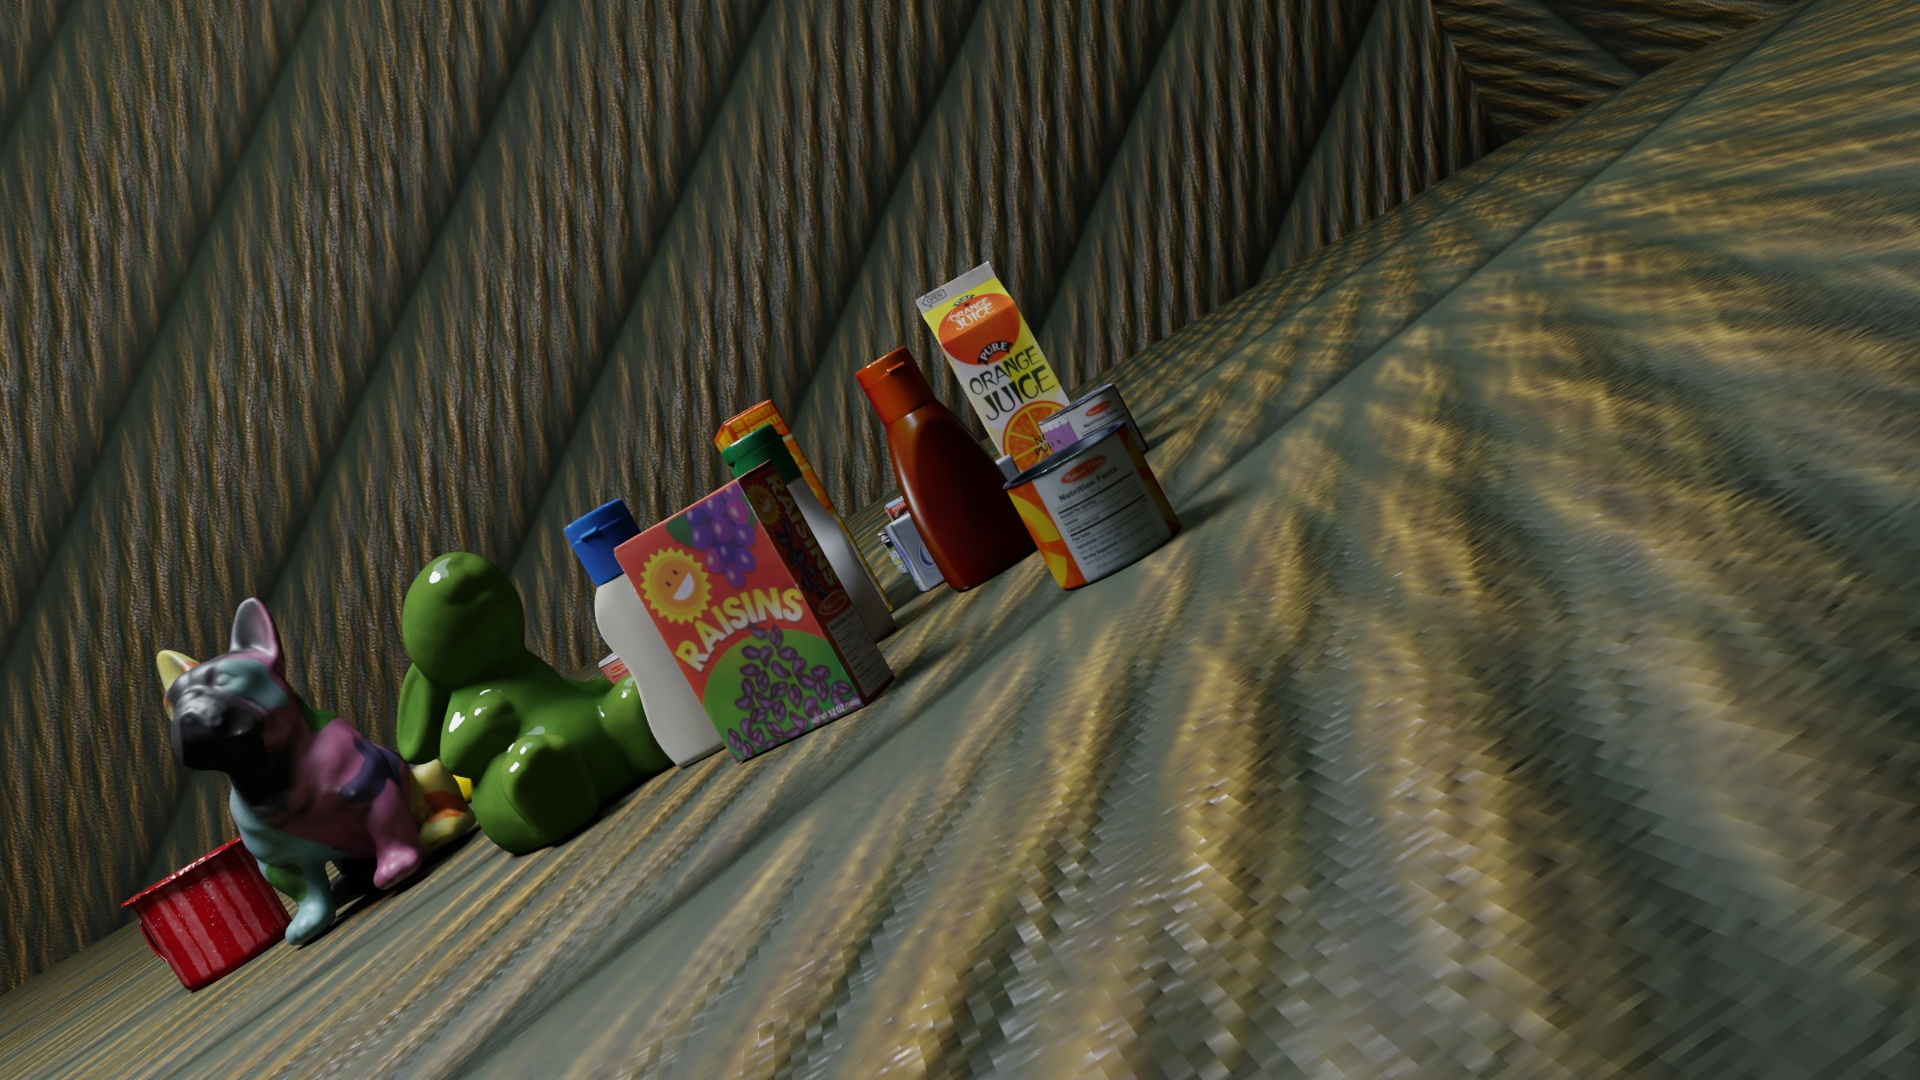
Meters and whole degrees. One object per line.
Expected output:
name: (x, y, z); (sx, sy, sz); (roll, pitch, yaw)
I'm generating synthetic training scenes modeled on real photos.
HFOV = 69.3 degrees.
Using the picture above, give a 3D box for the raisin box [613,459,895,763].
raisin box: (-0.100, 0.036, 0.678); (0.086, 0.123, 0.040); (-27, 5, 26)

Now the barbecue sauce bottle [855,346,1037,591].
barbecue sauce bottle: (-0.013, -0.046, 0.853); (0.065, 0.148, 0.043); (-31, 5, -19)

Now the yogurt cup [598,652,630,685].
yogurt cup: (-0.295, 0.120, 1.296); (0.072, 0.054, 0.072); (-29, 5, 3)

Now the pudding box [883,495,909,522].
pudding box: (-0.026, -0.033, 1.346); (0.084, 0.049, 0.030); (-30, 5, -8)

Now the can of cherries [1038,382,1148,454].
can of cherries: (0.101, -0.080, 1.061); (0.071, 0.058, 0.071); (-29, 5, 3)

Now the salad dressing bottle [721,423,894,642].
salad dressing bottle: (-0.095, 0.000, 0.852); (0.044, 0.147, 0.064); (-31, 5, -20)

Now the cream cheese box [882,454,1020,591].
cream cheese box: (0.003, -0.012, 0.965); (0.104, 0.053, 0.024); (-31, 5, -19)

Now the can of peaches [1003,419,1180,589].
can of peaches: (0.063, -0.017, 0.664); (0.071, 0.058, 0.071); (-29, 5, 3)

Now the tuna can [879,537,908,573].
tuna can: (-0.031, 0.000, 1.151); (0.071, 0.033, 0.071); (-29, 5, 3)

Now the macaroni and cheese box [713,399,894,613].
macaroni and cheese box: (-0.113, -0.014, 0.985); (0.040, 0.166, 0.123); (-30, 5, -12)

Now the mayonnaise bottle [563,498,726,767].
mayonnaise bottle: (-0.167, 0.049, 0.771); (0.064, 0.148, 0.041); (-29, 5, 9)

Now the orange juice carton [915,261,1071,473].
orange juice carton: (0.040, -0.133, 1.160); (0.072, 0.192, 0.073); (-29, 5, 2)

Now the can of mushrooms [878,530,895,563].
can of mushrooms: (-0.038, -0.007, 1.251); (0.071, 0.033, 0.071); (-29, 5, 3)
